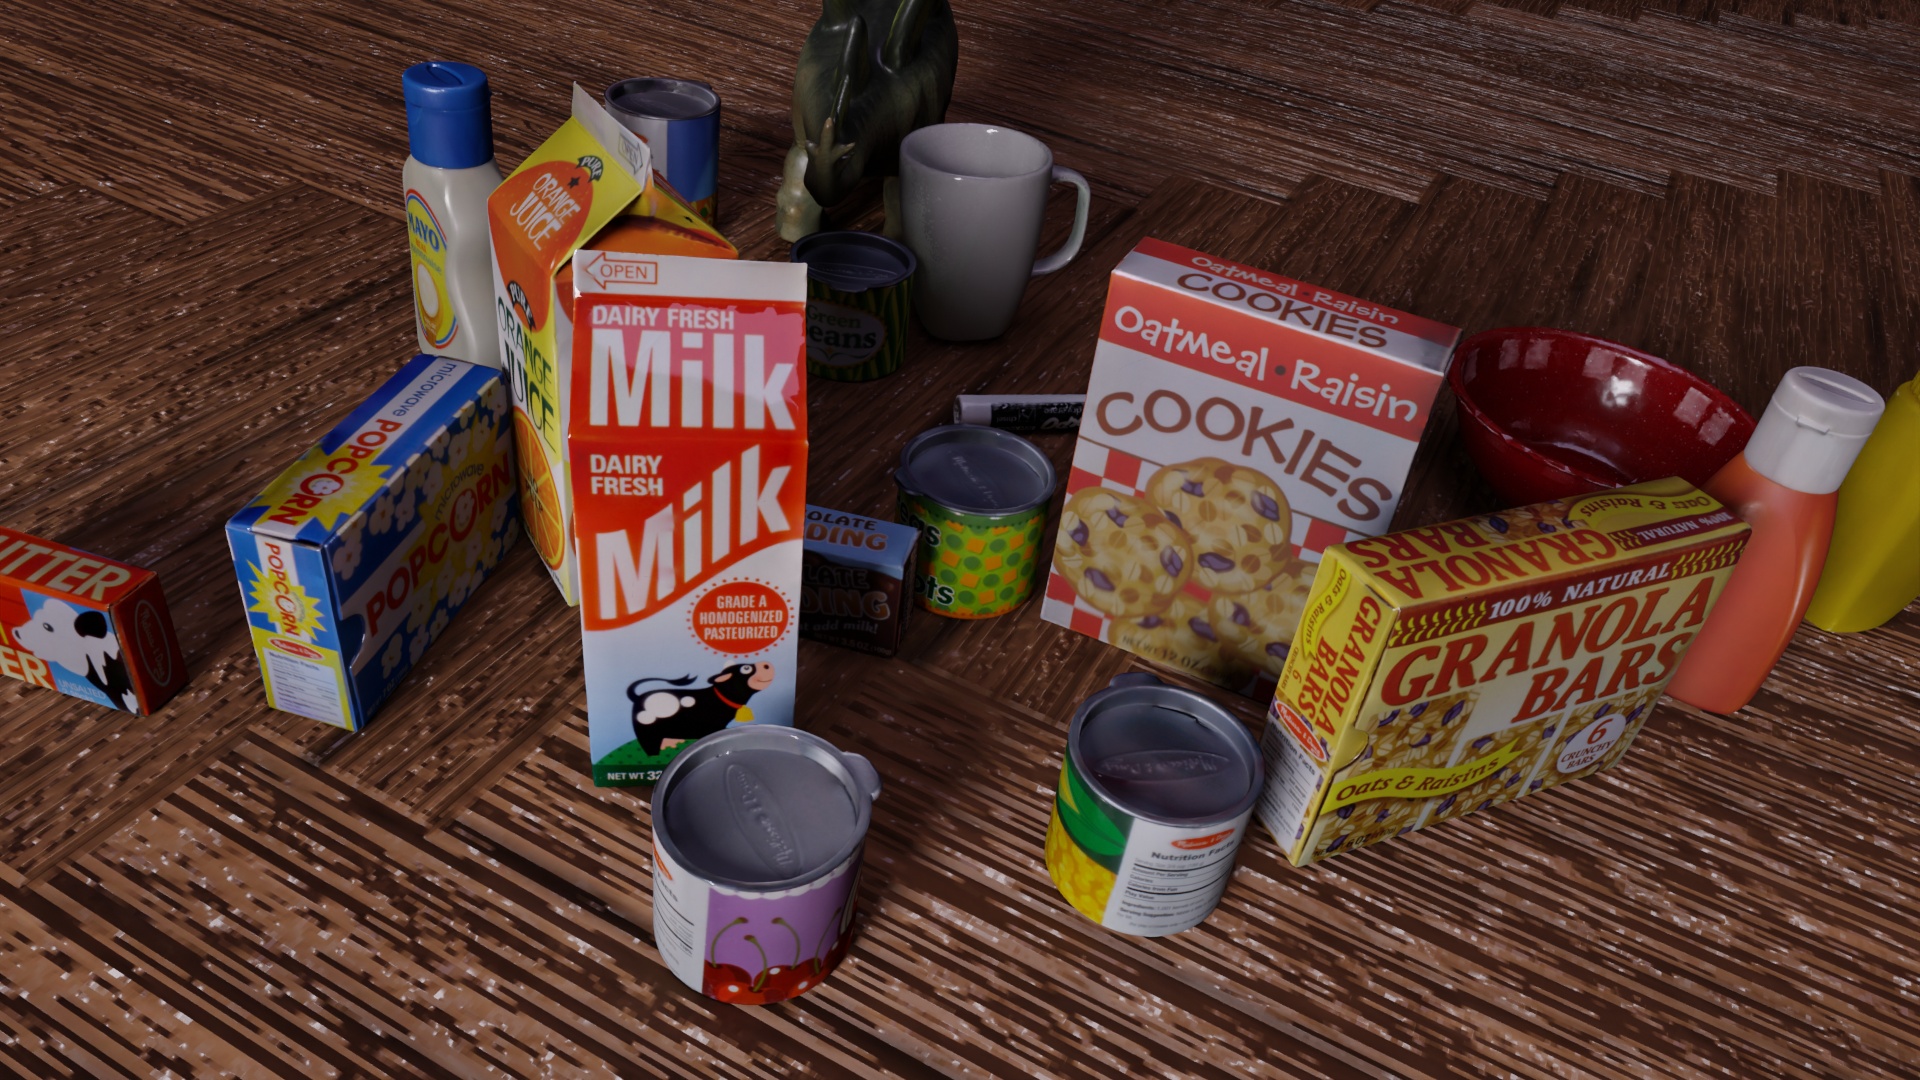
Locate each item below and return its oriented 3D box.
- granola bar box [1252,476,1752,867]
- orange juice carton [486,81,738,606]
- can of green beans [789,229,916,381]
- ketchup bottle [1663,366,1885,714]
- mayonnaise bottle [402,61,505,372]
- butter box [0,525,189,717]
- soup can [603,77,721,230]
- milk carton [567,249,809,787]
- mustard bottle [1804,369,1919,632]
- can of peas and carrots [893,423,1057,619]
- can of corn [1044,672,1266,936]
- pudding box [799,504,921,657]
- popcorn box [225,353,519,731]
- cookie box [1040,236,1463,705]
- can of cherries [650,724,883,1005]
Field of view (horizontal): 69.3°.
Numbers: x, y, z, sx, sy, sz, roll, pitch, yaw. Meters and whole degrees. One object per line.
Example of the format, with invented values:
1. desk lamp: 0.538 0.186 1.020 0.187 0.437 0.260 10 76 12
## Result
1. granola bar box: 0.194 0.047 0.507 0.166 0.123 0.039 -10 40 -24
2. orange juice carton: -0.135 -0.075 0.545 0.073 0.191 0.072 -16 43 -29
3. can of green beans: -0.059 -0.125 0.741 0.071 0.057 0.071 6 37 -4
4. ketchup bottle: 0.327 0.001 0.576 0.065 0.148 0.044 31 42 28
5. mayonnaise bottle: -0.239 -0.149 0.660 0.041 0.147 0.065 -25 48 -37
6. butter box: -0.330 0.024 0.490 0.103 0.052 0.024 15 37 8
7. soup can: -0.175 -0.225 0.828 0.071 0.083 0.072 6 37 -4
8. milk carton: -0.090 -0.009 0.468 0.072 0.189 0.074 1 37 -11
9. mustard bottle: 0.433 -0.031 0.630 0.065 0.159 0.049 -9 40 -22
10. can of peas and carrots: 0.002 -0.007 0.595 0.071 0.058 0.071 6 37 -4
11. can of corn: 0.064 0.090 0.478 0.071 0.058 0.071 6 37 -4
12. pudding box: -0.061 0.012 0.563 0.084 0.049 0.030 13 37 6
13. popcorn box: -0.214 -0.004 0.523 0.038 0.084 0.127 13 37 6
14. cookie box: 0.107 -0.022 0.545 0.123 0.166 0.040 20 38 15
15. can of cherries: -0.061 0.101 0.437 0.071 0.058 0.072 6 37 -4
